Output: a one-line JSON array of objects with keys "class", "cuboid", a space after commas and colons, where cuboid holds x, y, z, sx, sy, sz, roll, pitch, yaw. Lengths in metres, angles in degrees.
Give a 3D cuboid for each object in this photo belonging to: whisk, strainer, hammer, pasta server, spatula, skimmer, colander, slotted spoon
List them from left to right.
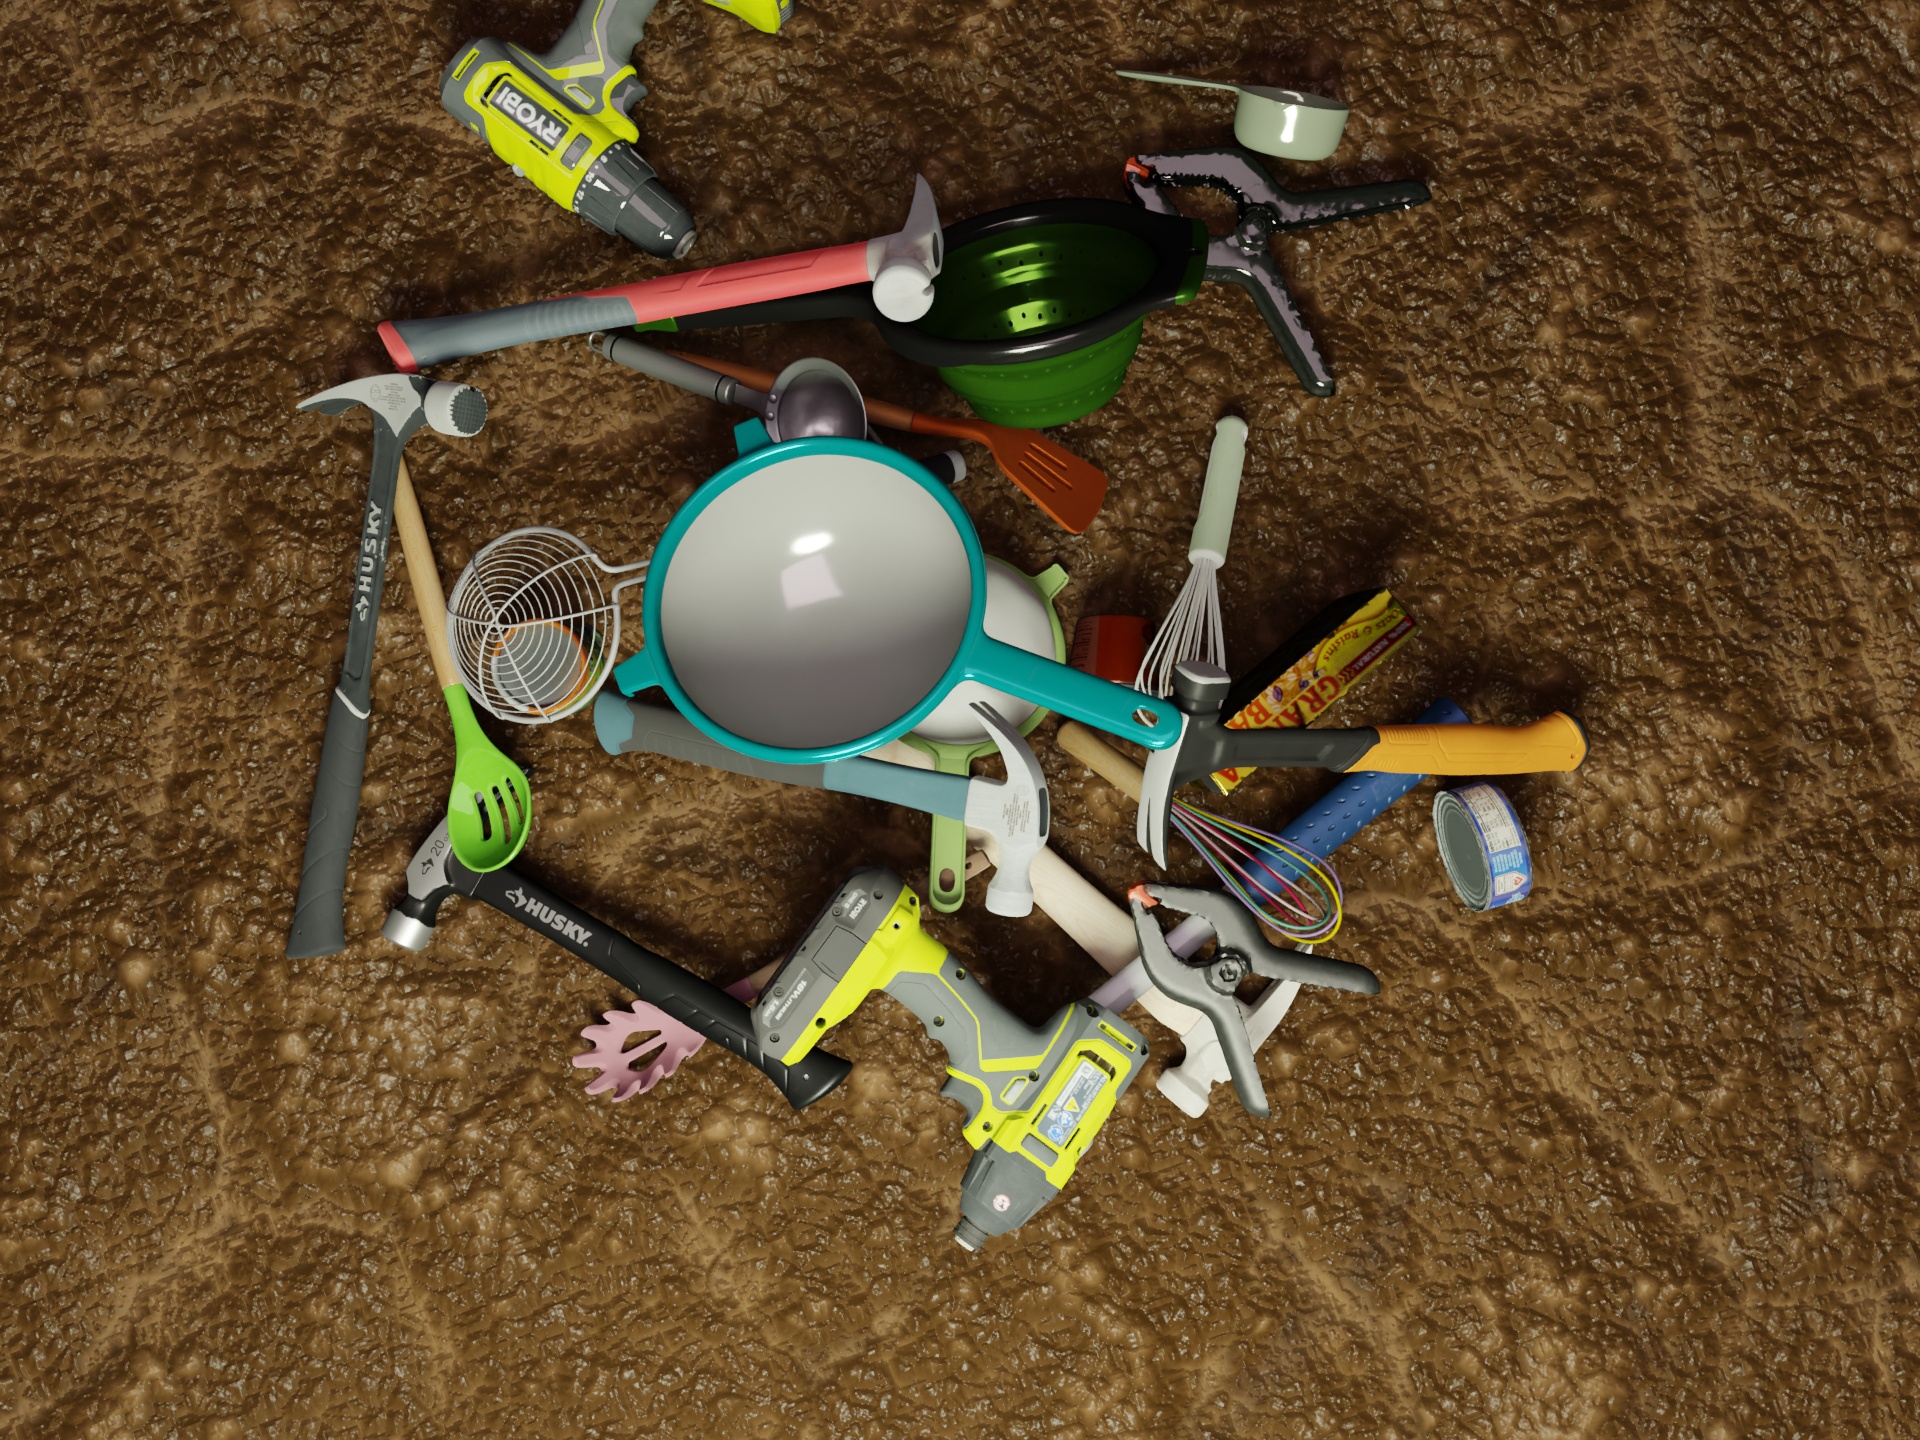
[{"class": "hammer", "cuboid": [-0.417, -0.034, 1.086, 0.149, 0.036, 0.409, 13, 95, 28]}, {"class": "slotted spoon", "cuboid": [-0.350, -0.047, 1.085, 0.070, 0.031, 0.314, -22, 79, 18]}, {"class": "hammer", "cuboid": [-0.221, 0.158, 1.072, 0.335, 0.035, 0.146, 28, 86, 11]}, {"class": "hammer", "cuboid": [-0.202, -0.289, 1.065, 0.386, 0.143, 0.038, -7, 132, 11]}, {"class": "skimmer", "cuboid": [-0.164, -0.108, 1.073, 0.363, 0.090, 0.127, -22, 80, -23]}, {"class": "strainer", "cuboid": [-0.149, -0.222, 1.075, 0.258, 0.050, 0.086, 24, 115, 19]}, {"class": "pasta server", "cuboid": [-0.120, 0.169, 1.086, 0.316, 0.040, 0.060, -29, 78, 6]}, {"class": "hammer", "cuboid": [-0.099, 0.030, 1.053, 0.331, 0.033, 0.128, 12, 96, 20]}, {"class": "spatula", "cuboid": [-0.056, -0.203, 1.096, 0.322, 0.081, 0.041, 16, 132, 10]}, {"class": "strainer", "cuboid": [-0.026, -0.042, 0.981, 0.340, 0.095, 0.211, 21, 76, 12]}, {"class": "colander", "cuboid": [-0.028, -0.259, 1.081, 0.397, 0.205, 0.094, -1, 133, 16]}, {"class": "strainer", "cuboid": [-0.002, -0.003, 1.061, 0.151, 0.069, 0.256, 4, 74, -5]}, {"class": "hammer", "cuboid": [0.051, 0.090, 1.107, 0.410, 0.038, 0.146, 40, 88, 0]}, {"class": "whisk", "cuboid": [0.150, 0.070, 1.047, 0.051, 0.047, 0.245, -35, 50, -23]}, {"class": "whisk", "cuboid": [0.164, -0.102, 1.074, 0.059, 0.057, 0.246, 8, 67, 16]}, {"class": "hammer", "cuboid": [0.179, 0.119, 1.074, 0.405, 0.035, 0.144, -38, 89, -3]}, {"class": "hammer", "cuboid": [0.267, 0.026, 1.016, 0.336, 0.034, 0.127, 0, 115, -26]}]

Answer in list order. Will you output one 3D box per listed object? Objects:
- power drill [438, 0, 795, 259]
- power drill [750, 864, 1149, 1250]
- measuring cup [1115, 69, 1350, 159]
[{"class": "power drill", "cuboid": [-0.215, -0.449, 1.089, 0.190, 0.080, 0.228, 37, 91, -5]}, {"class": "power drill", "cuboid": [-0.015, 0.210, 1.004, 0.223, 0.080, 0.171, 36, 82, -3]}, {"class": "measuring cup", "cuboid": [0.185, -0.423, 1.108, 0.168, 0.083, 0.038, 17, 120, 17]}]
